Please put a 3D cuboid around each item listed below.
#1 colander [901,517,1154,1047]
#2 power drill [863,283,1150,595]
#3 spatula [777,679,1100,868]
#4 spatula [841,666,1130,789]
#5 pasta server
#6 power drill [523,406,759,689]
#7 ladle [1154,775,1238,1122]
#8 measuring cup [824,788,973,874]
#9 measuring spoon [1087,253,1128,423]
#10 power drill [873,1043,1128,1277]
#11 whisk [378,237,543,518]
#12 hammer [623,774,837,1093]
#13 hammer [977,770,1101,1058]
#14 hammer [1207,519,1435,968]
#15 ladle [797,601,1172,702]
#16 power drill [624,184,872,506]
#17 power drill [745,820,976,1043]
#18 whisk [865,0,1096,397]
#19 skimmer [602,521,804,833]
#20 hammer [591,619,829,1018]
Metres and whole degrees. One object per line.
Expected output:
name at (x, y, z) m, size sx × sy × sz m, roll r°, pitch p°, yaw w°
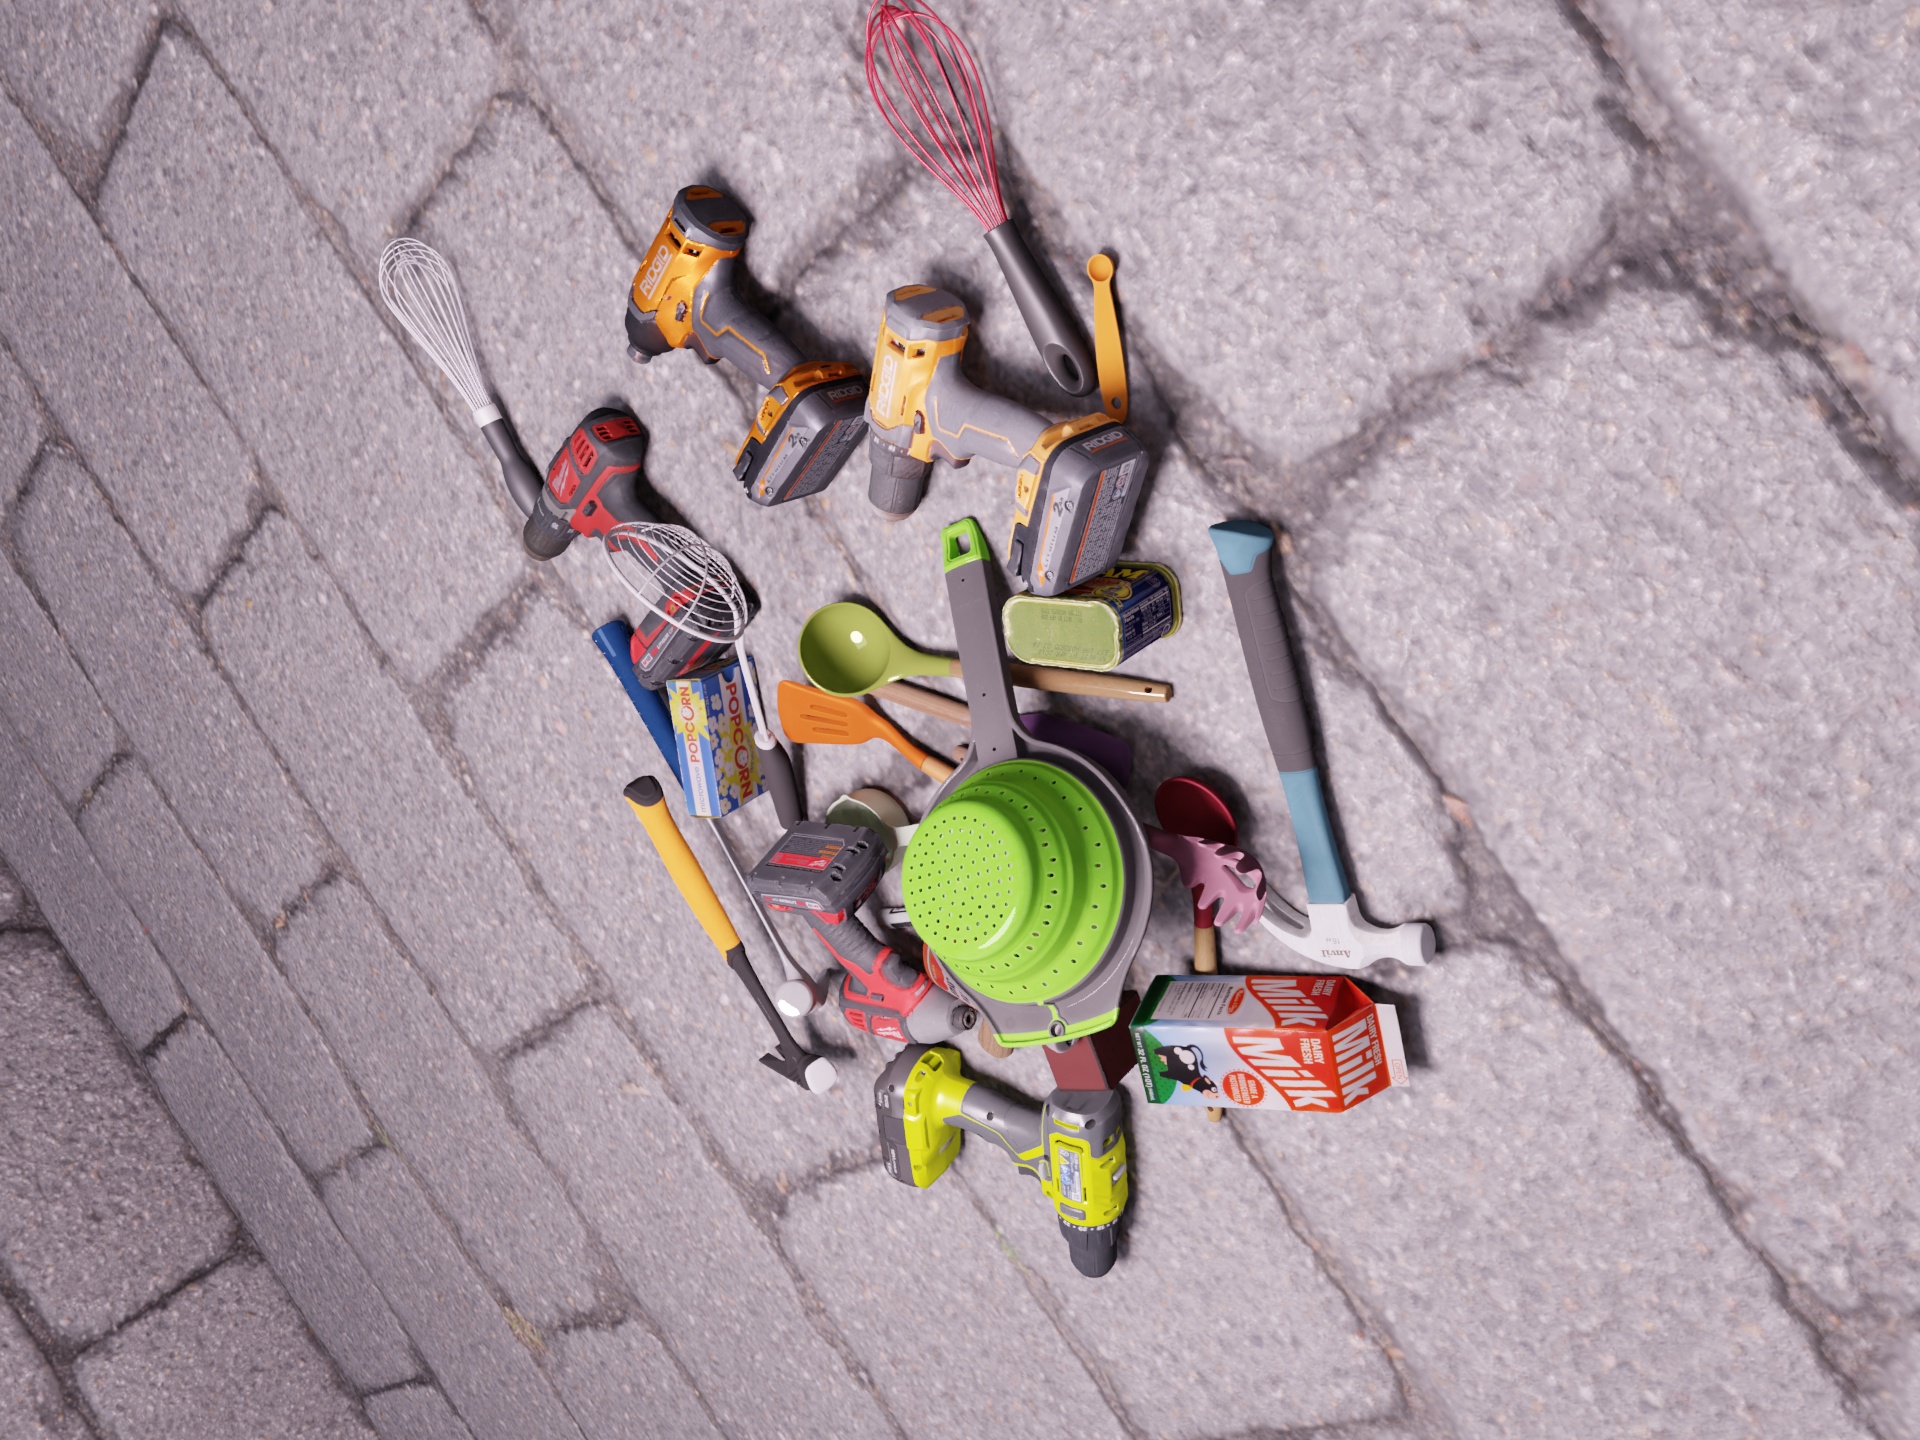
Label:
colander at (0.012, 0.035, 1.146) m, size 0.204 × 0.094 × 0.397 m, roll -19°, pitch 73°, yaw 33°
power drill at (0.015, -0.180, 1.137) m, size 0.226 × 0.084 × 0.185 m, roll 41°, pitch 139°, yaw 27°
spatula at (-0.014, 0.053, 1.309) m, size 0.323 × 0.041 × 0.081 m, roll 30°, pitch 146°, yaw 22°
spatula at (-0.002, -0.004, 1.287) m, size 0.316 × 0.018 × 0.059 m, roll 19°, pitch 124°, yaw 29°
pasta server at (0.104, 0.076, 1.200) m, size 0.316 × 0.040 × 0.060 m, roll 23°, pitch 130°, yaw 39°
power drill at (-0.299, -0.141, 1.417) m, size 0.227 × 0.080 × 0.188 m, roll 55°, pitch 133°, yaw 7°
ladle at (0.189, 0.180, 1.222) m, size 0.069 × 0.031 × 0.315 m, roll 14°, pitch 121°, yaw 38°
measuring cup at (-0.042, 0.091, 1.354) m, size 0.167 × 0.038 × 0.083 m, roll -7°, pitch 107°, yaw 38°
measuring spoon at (0.103, -0.260, 1.086) m, size 0.021 × 0.011 × 0.116 m, roll 8°, pitch 119°, yaw 34°
power drill at (0.043, 0.385, 1.405) m, size 0.229 × 0.080 × 0.190 m, roll 11°, pitch 119°, yaw 31°
whisk at (-0.453, -0.312, 1.470) m, size 0.070 × 0.070 × 0.284 m, roll -15°, pitch 107°, yaw 41°
hammer at (-0.224, 0.199, 1.491) m, size 0.127 × 0.034 × 0.336 m, roll 3°, pitch 124°, yaw 61°
hammer at (0.051, 0.165, 1.285) m, size 0.130 × 0.031 × 0.331 m, roll 41°, pitch 141°, yaw 28°
hammer at (0.232, 0.020, 1.105) m, size 0.128 × 0.033 × 0.331 m, roll -6°, pitch 107°, yaw 39°
ladle at (0.011, -0.041, 1.234) m, size 0.320 × 0.062 × 0.078 m, roll 8°, pitch 80°, yaw 32°
power drill at (-0.179, -0.281, 1.251) m, size 0.226 × 0.084 × 0.164 m, roll 53°, pitch 133°, yaw 10°
power drill at (-0.077, 0.193, 1.372) m, size 0.143 × 0.078 × 0.219 m, roll 3°, pitch 132°, yaw 44°
whisk at (0.017, -0.352, 1.078) m, size 0.073 × 0.073 × 0.295 m, roll -19°, pitch 105°, yaw 42°
skimmer at (-0.202, -0.016, 1.320) m, size 0.362 × 0.090 × 0.127 m, roll 80°, pitch 164°, yaw -46°
hammer at (-0.231, 0.090, 1.469) m, size 0.035 × 0.144 × 0.405 m, roll -30°, pitch 82°, yaw 0°
